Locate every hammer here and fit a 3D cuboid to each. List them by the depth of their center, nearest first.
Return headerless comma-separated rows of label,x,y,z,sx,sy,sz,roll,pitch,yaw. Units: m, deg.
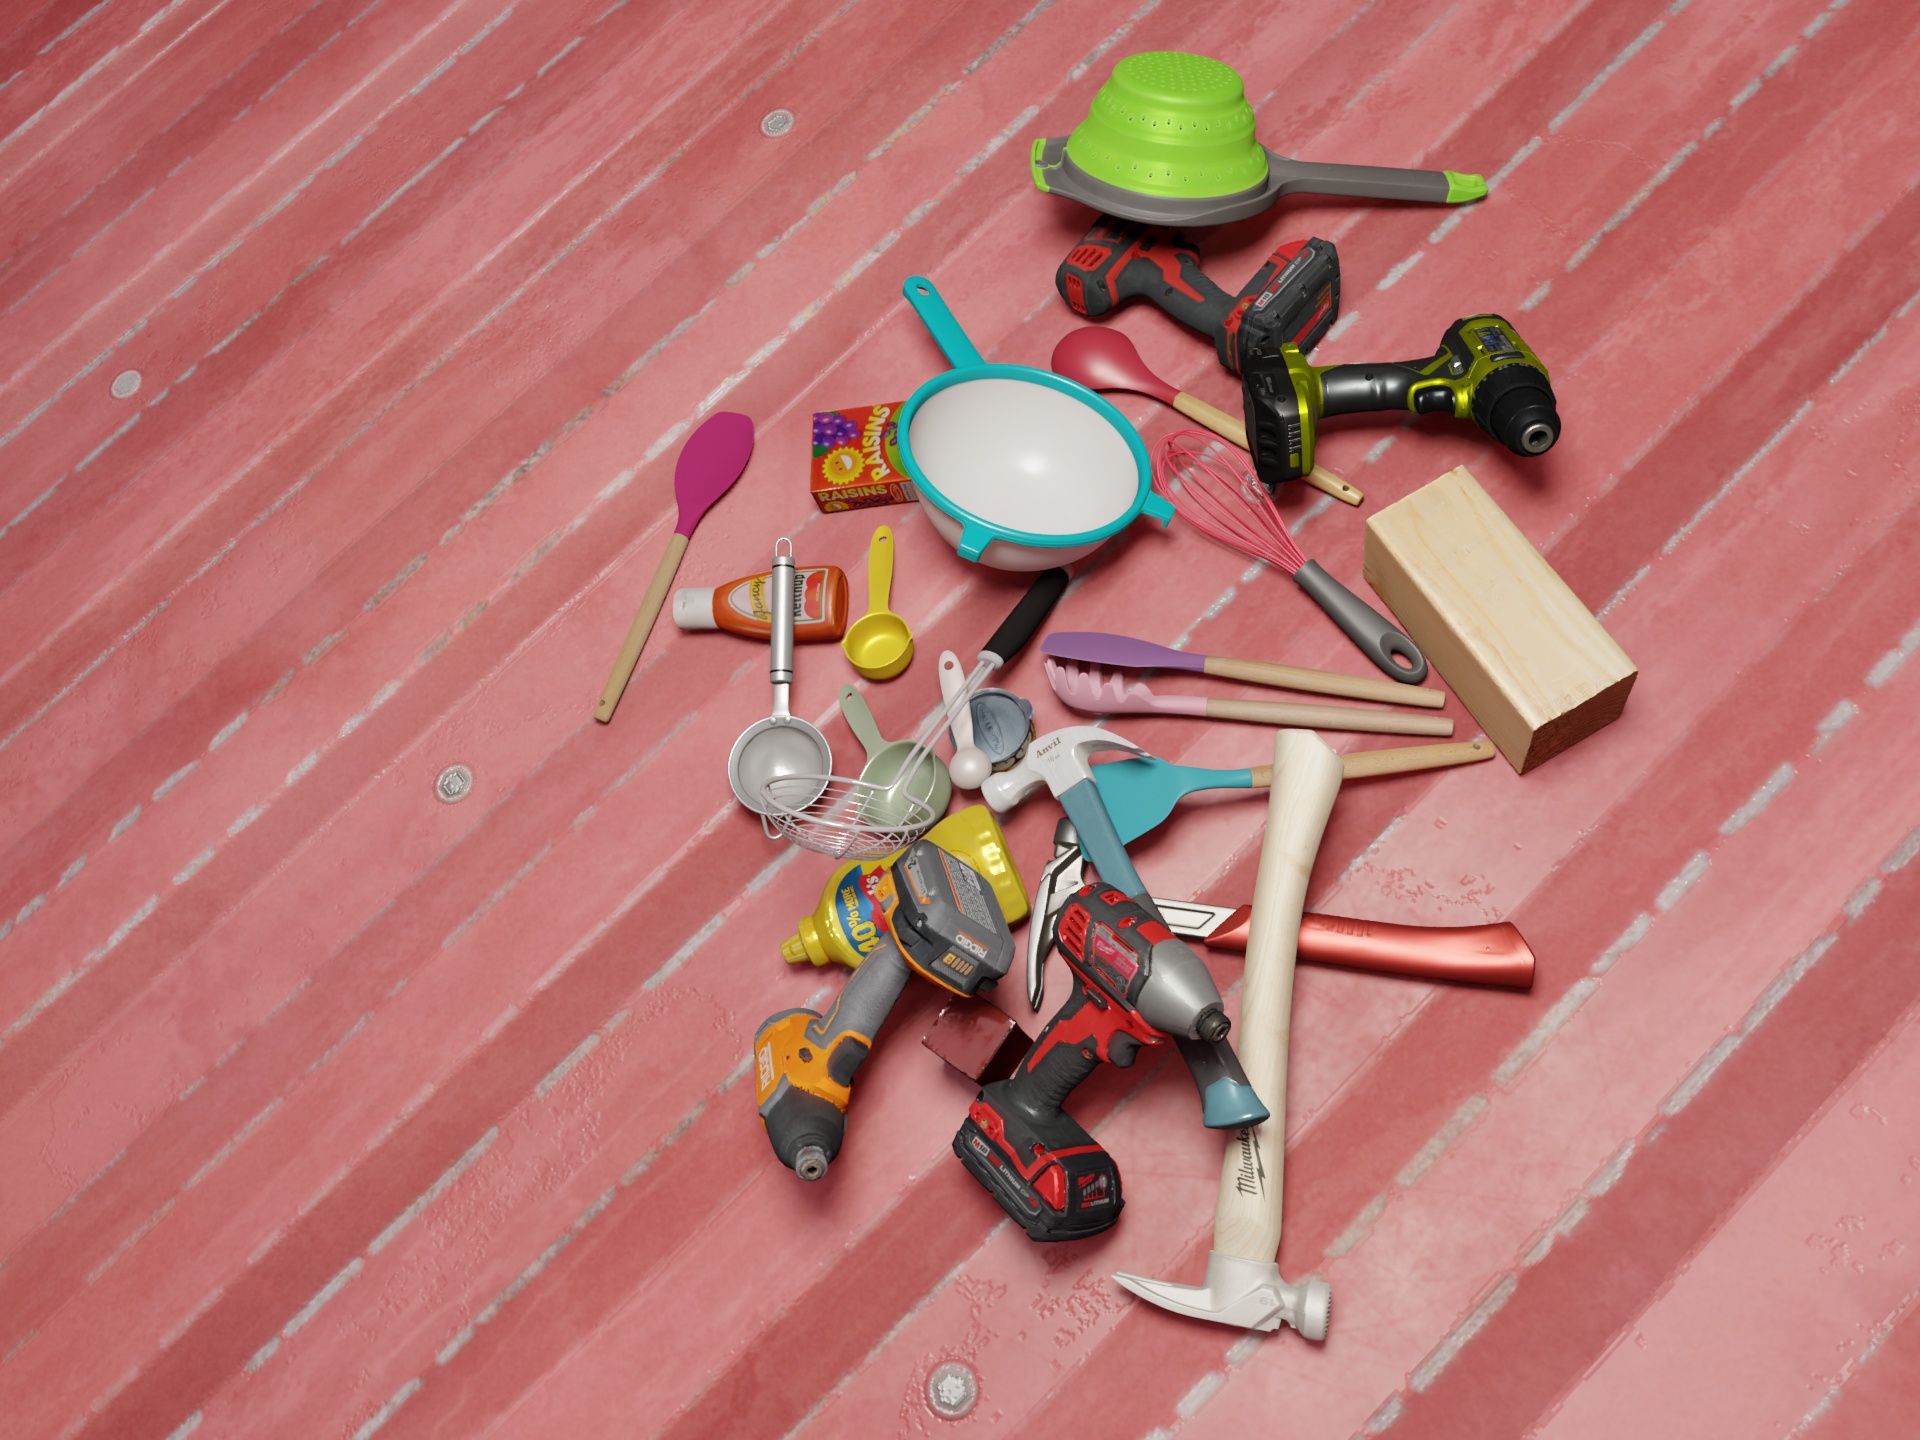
hammer,0.205,0.207,1.115,0.146,0.038,0.411,6,78,17
hammer,0.127,0.143,1.137,0.128,0.033,0.331,-36,57,17
hammer,0.229,0.164,1.162,0.359,0.036,0.149,6,69,17

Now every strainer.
strainer,-0.146,-0.027,1.314,0.087,0.050,0.258,-1,79,5
strainer,0.019,-0.241,1.349,0.211,0.095,0.341,-13,55,-23

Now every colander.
colander,0.261,-0.502,1.358,0.397,0.094,0.205,3,41,-1

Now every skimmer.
skimmer,-0.013,-0.026,1.215,0.127,0.090,0.363,17,53,30

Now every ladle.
ladle,0.206,-0.261,1.357,0.316,0.031,0.069,34,78,23

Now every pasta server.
pasta server,0.220,-0.016,1.240,0.316,0.060,0.040,5,104,14

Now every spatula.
spatula,0.243,0.045,1.200,0.317,0.044,0.082,-7,54,0
spatula,0.219,-0.041,1.255,0.316,0.018,0.060,10,27,15

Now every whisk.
whisk,0.261,-0.134,1.273,0.073,0.073,0.296,-41,70,-5

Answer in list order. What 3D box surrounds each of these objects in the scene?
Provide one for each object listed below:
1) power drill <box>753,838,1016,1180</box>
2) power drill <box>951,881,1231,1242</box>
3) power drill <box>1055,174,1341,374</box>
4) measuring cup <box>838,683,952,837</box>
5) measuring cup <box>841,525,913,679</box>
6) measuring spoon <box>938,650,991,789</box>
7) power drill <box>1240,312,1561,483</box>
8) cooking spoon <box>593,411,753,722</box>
power drill,-0.063,0.211,1.124,0.226,0.084,0.164,-50,22,11
power drill,0.093,0.235,1.076,0.143,0.078,0.219,38,111,41
power drill,0.219,-0.403,1.388,0.227,0.080,0.188,32,71,28
measuring cup,-0.059,0.029,1.297,0.083,0.038,0.168,-40,46,9
measuring cup,-0.066,-0.101,1.362,0.062,0.029,0.157,-7,54,11
measuring spoon,-0.002,-0.004,1.263,0.034,0.018,0.124,-16,64,8
power drill,0.342,-0.248,1.242,0.228,0.080,0.191,-7,33,7
cooking spoon,-0.261,-0.142,1.427,0.069,0.017,0.319,13,71,20
